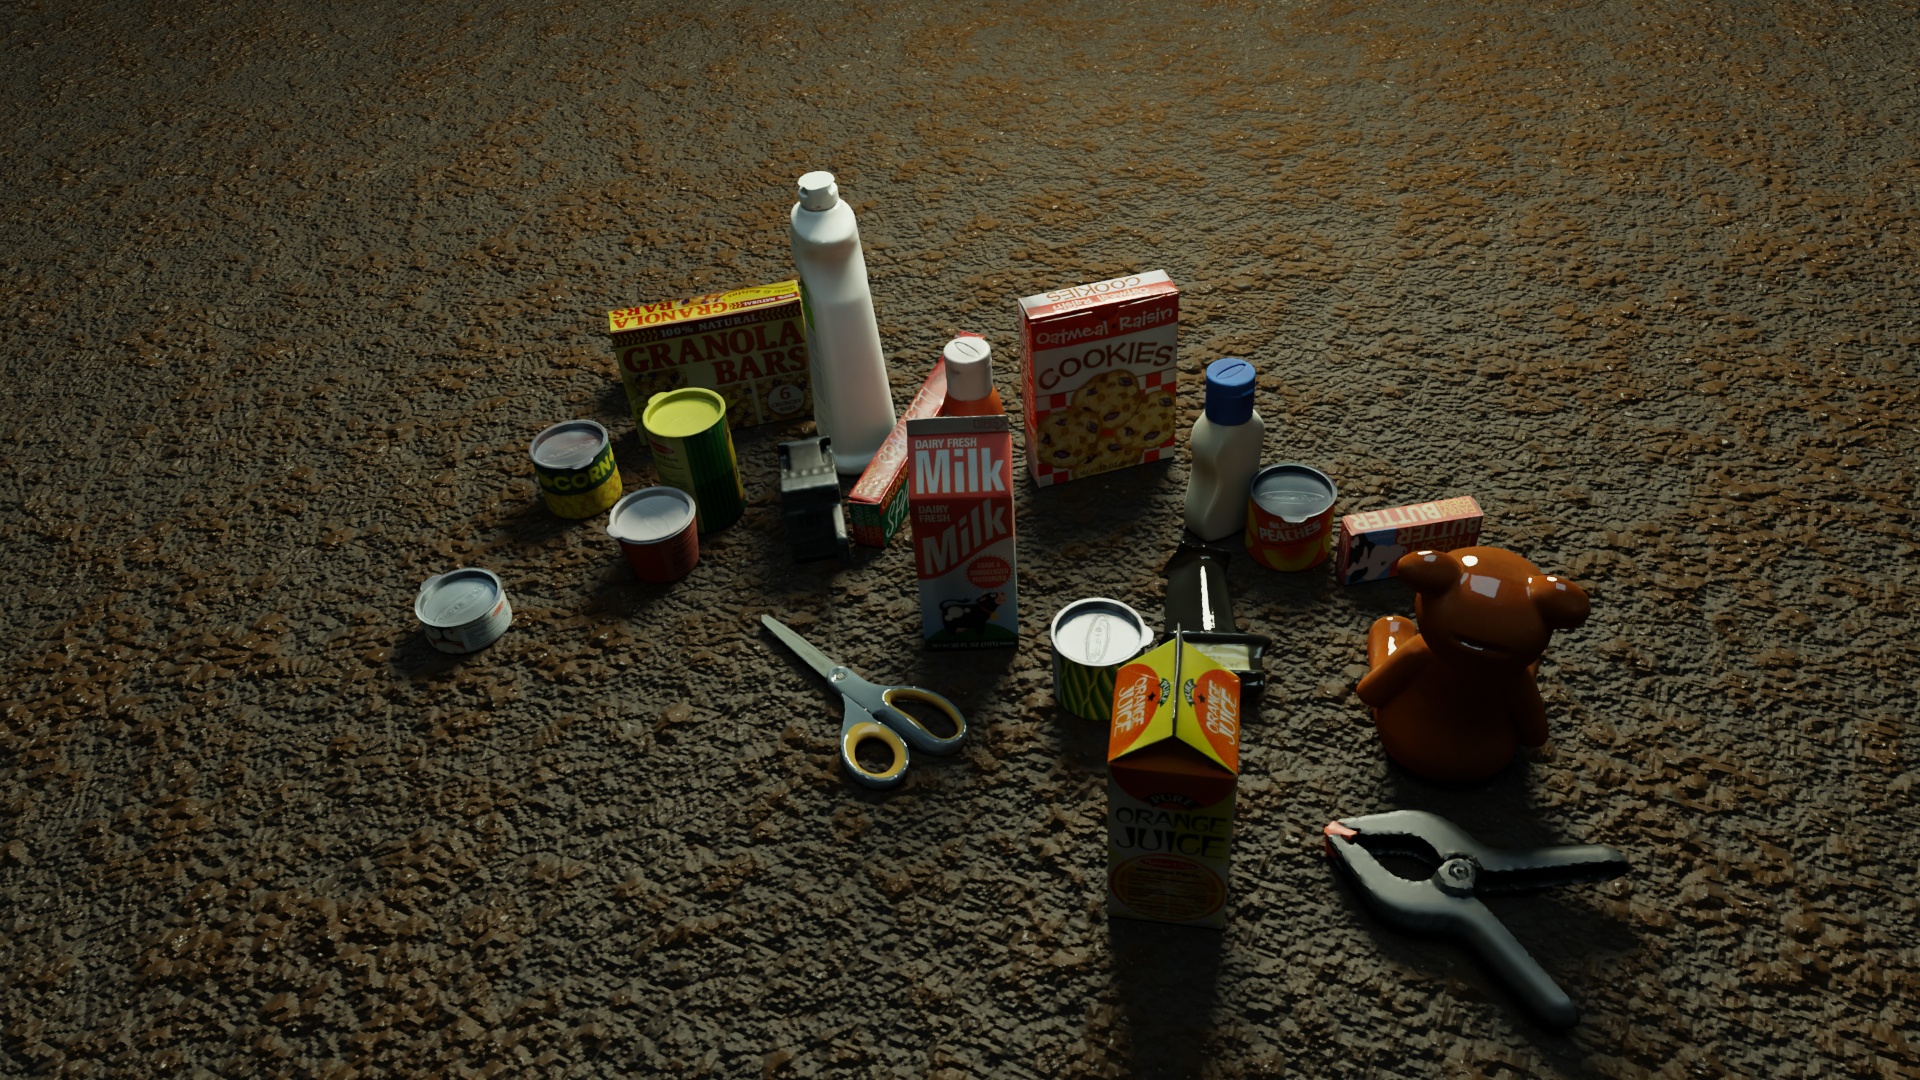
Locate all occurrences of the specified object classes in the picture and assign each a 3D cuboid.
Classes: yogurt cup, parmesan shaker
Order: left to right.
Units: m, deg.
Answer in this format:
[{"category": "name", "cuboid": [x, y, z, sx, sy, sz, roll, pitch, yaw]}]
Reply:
[{"category": "yogurt cup", "cuboid": [-0.242, -0.003, 1.113, 0.072, 0.053, 0.073, -3, 41, 3]}, {"category": "parmesan shaker", "cuboid": [-0.219, -0.066, 1.145, 0.071, 0.102, 0.072, -3, 41, 3]}]

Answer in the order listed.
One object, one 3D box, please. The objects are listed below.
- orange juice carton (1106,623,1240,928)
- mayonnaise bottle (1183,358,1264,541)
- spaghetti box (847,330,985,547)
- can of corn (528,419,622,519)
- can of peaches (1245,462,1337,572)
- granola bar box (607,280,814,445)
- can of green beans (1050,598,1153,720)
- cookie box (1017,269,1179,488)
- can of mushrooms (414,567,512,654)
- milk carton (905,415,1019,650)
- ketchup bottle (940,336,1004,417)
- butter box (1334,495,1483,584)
[{"category": "orange juice carton", "cuboid": [0.123, 0.140, 0.808, 0.073, 0.191, 0.072, 4, 42, 10]}, {"category": "mayonnaise bottle", "cuboid": [0.205, -0.070, 1.069, 0.065, 0.147, 0.041, -27, 46, -23]}, {"category": "spaghetti box", "cuboid": [-0.032, -0.091, 1.193, 0.029, 0.050, 0.251, 11, 44, 18]}, {"category": "can of corn", "cuboid": [-0.326, -0.059, 1.182, 0.071, 0.058, 0.071, -3, 41, 3]}, {"category": "can of peaches", "cuboid": [0.254, -0.016, 1.071, 0.071, 0.057, 0.071, -3, 41, 3]}, {"category": "granola bar box", "cuboid": [-0.215, -0.156, 1.230, 0.166, 0.123, 0.039, -11, 42, -6]}, {"category": "can of green beans", "cuboid": [0.097, 0.084, 0.975, 0.071, 0.057, 0.071, -3, 41, 3]}, {"category": "cookie box", "cuboid": [0.113, -0.130, 1.132, 0.123, 0.166, 0.040, -13, 42, -8]}, {"category": "can of mushrooms", "cuboid": [-0.387, 0.054, 1.080, 0.071, 0.033, 0.071, -3, 41, 3]}, {"category": "milk carton", "cuboid": [0.004, -0.012, 0.994, 0.072, 0.189, 0.074, -3, 41, 3]}, {"category": "ketchup bottle", "cuboid": [0.011, -0.093, 1.116, 0.044, 0.148, 0.065, -31, 47, -26]}, {"category": "butter box", "cuboid": [0.337, 0.000, 1.047, 0.103, 0.052, 0.024, -9, 41, -4]}]
